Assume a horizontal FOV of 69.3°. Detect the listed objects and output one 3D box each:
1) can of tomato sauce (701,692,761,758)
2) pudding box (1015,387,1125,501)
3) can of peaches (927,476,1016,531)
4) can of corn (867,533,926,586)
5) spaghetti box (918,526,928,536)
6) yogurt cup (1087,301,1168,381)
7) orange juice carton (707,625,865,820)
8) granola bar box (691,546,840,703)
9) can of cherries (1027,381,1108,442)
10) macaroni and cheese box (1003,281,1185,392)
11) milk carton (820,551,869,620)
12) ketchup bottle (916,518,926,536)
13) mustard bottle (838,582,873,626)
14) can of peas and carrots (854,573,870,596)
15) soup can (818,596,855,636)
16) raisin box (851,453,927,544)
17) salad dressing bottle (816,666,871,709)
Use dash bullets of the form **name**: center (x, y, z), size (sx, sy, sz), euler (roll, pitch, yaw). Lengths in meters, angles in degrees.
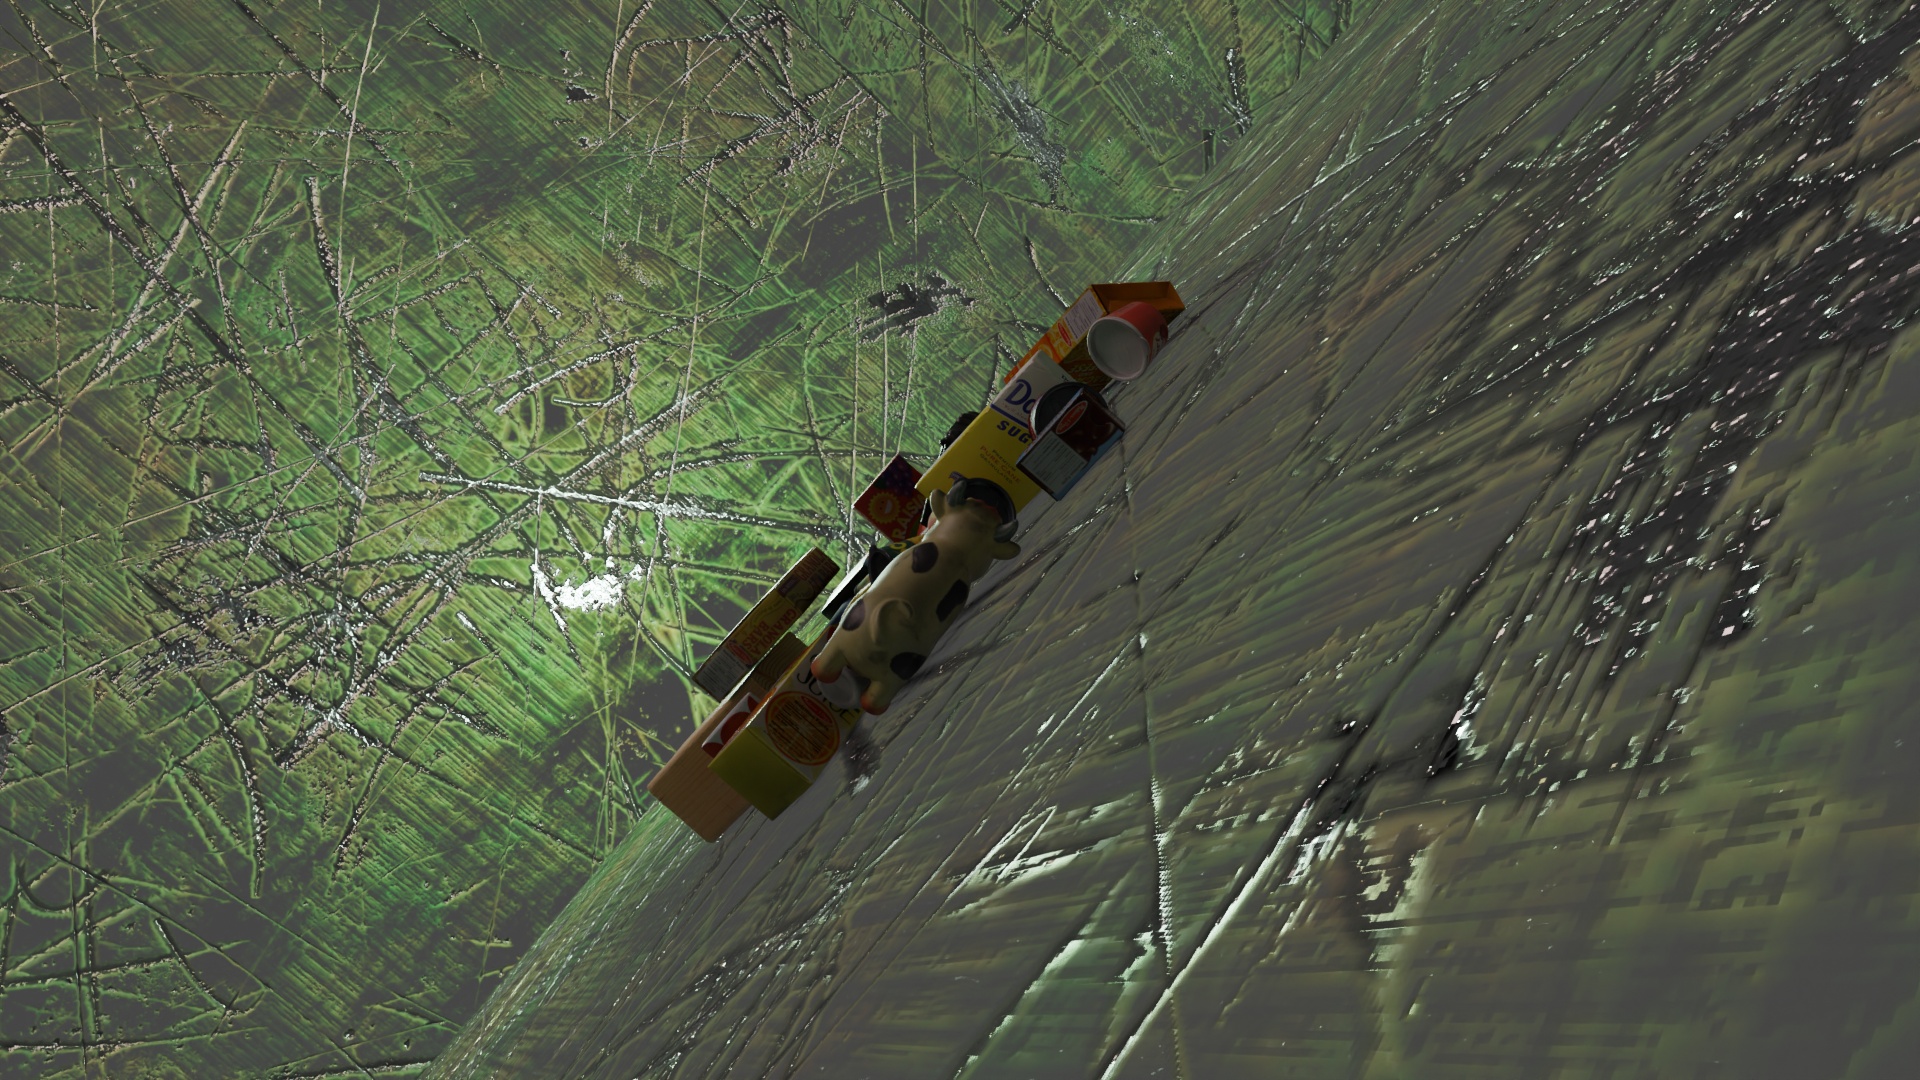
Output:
- **can of tomato sauce**: center (-0.179, 0.187, 1.237), size (0.071, 0.083, 0.071), euler (-48, 4, 5)
- **pudding box**: center (0.091, -0.079, 1.139), size (0.083, 0.049, 0.030), euler (-48, 6, 19)
- **can of peaches**: center (0.008, -0.019, 1.277), size (0.071, 0.071, 0.057), euler (-51, 4, -30)
- **can of corn**: center (-0.044, 0.029, 1.261), size (0.058, 0.071, 0.071), euler (-17, -11, -28)
- **spaghetti box**: center (0.005, -0.018, 1.428), size (0.248, 0.050, 0.029), euler (-45, 5, 39)
- **yogurt cup**: center (0.164, -0.195, 1.341), size (0.054, 0.072, 0.072), euler (-41, -1, -38)
- **orange juice carton**: center (-0.127, 0.142, 1.194), size (0.071, 0.073, 0.194), euler (-45, 5, 38)
- **granola bar box**: center (-0.187, 0.078, 1.353), size (0.124, 0.039, 0.166), euler (-46, 4, 15)
- **can of cherries**: center (0.092, -0.103, 1.215), size (0.071, 0.071, 0.058), euler (-48, 4, -1)
- **macaroni and cheese box**: center (0.140, -0.208, 1.473), size (0.124, 0.040, 0.165), euler (-11, -23, -41)
- **milk carton**: center (-0.103, 0.066, 1.586), size (0.072, 0.073, 0.191), euler (-48, 4, 4)
- **ketchup bottle**: center (-0.016, -0.023, 1.619), size (0.149, 0.065, 0.043), euler (-57, -24, -6)
- **mustard bottle**: center (-0.050, 0.050, 1.328), size (0.161, 0.065, 0.048), euler (-44, 0, -43)
- **can of peas and carrots**: center (-0.063, 0.049, 1.409), size (0.058, 0.071, 0.071), euler (-46, 5, 24)
- **soup can**: center (-0.102, 0.103, 1.346), size (0.071, 0.071, 0.084), euler (-46, 6, 33)
- **raisin box**: center (-0.057, -0.032, 1.661), size (0.086, 0.123, 0.040), euler (-49, 5, -6)
- **salad dressing bottle**: center (-0.061, 0.083, 1.165), size (0.148, 0.064, 0.043), euler (-42, -11, -46)
